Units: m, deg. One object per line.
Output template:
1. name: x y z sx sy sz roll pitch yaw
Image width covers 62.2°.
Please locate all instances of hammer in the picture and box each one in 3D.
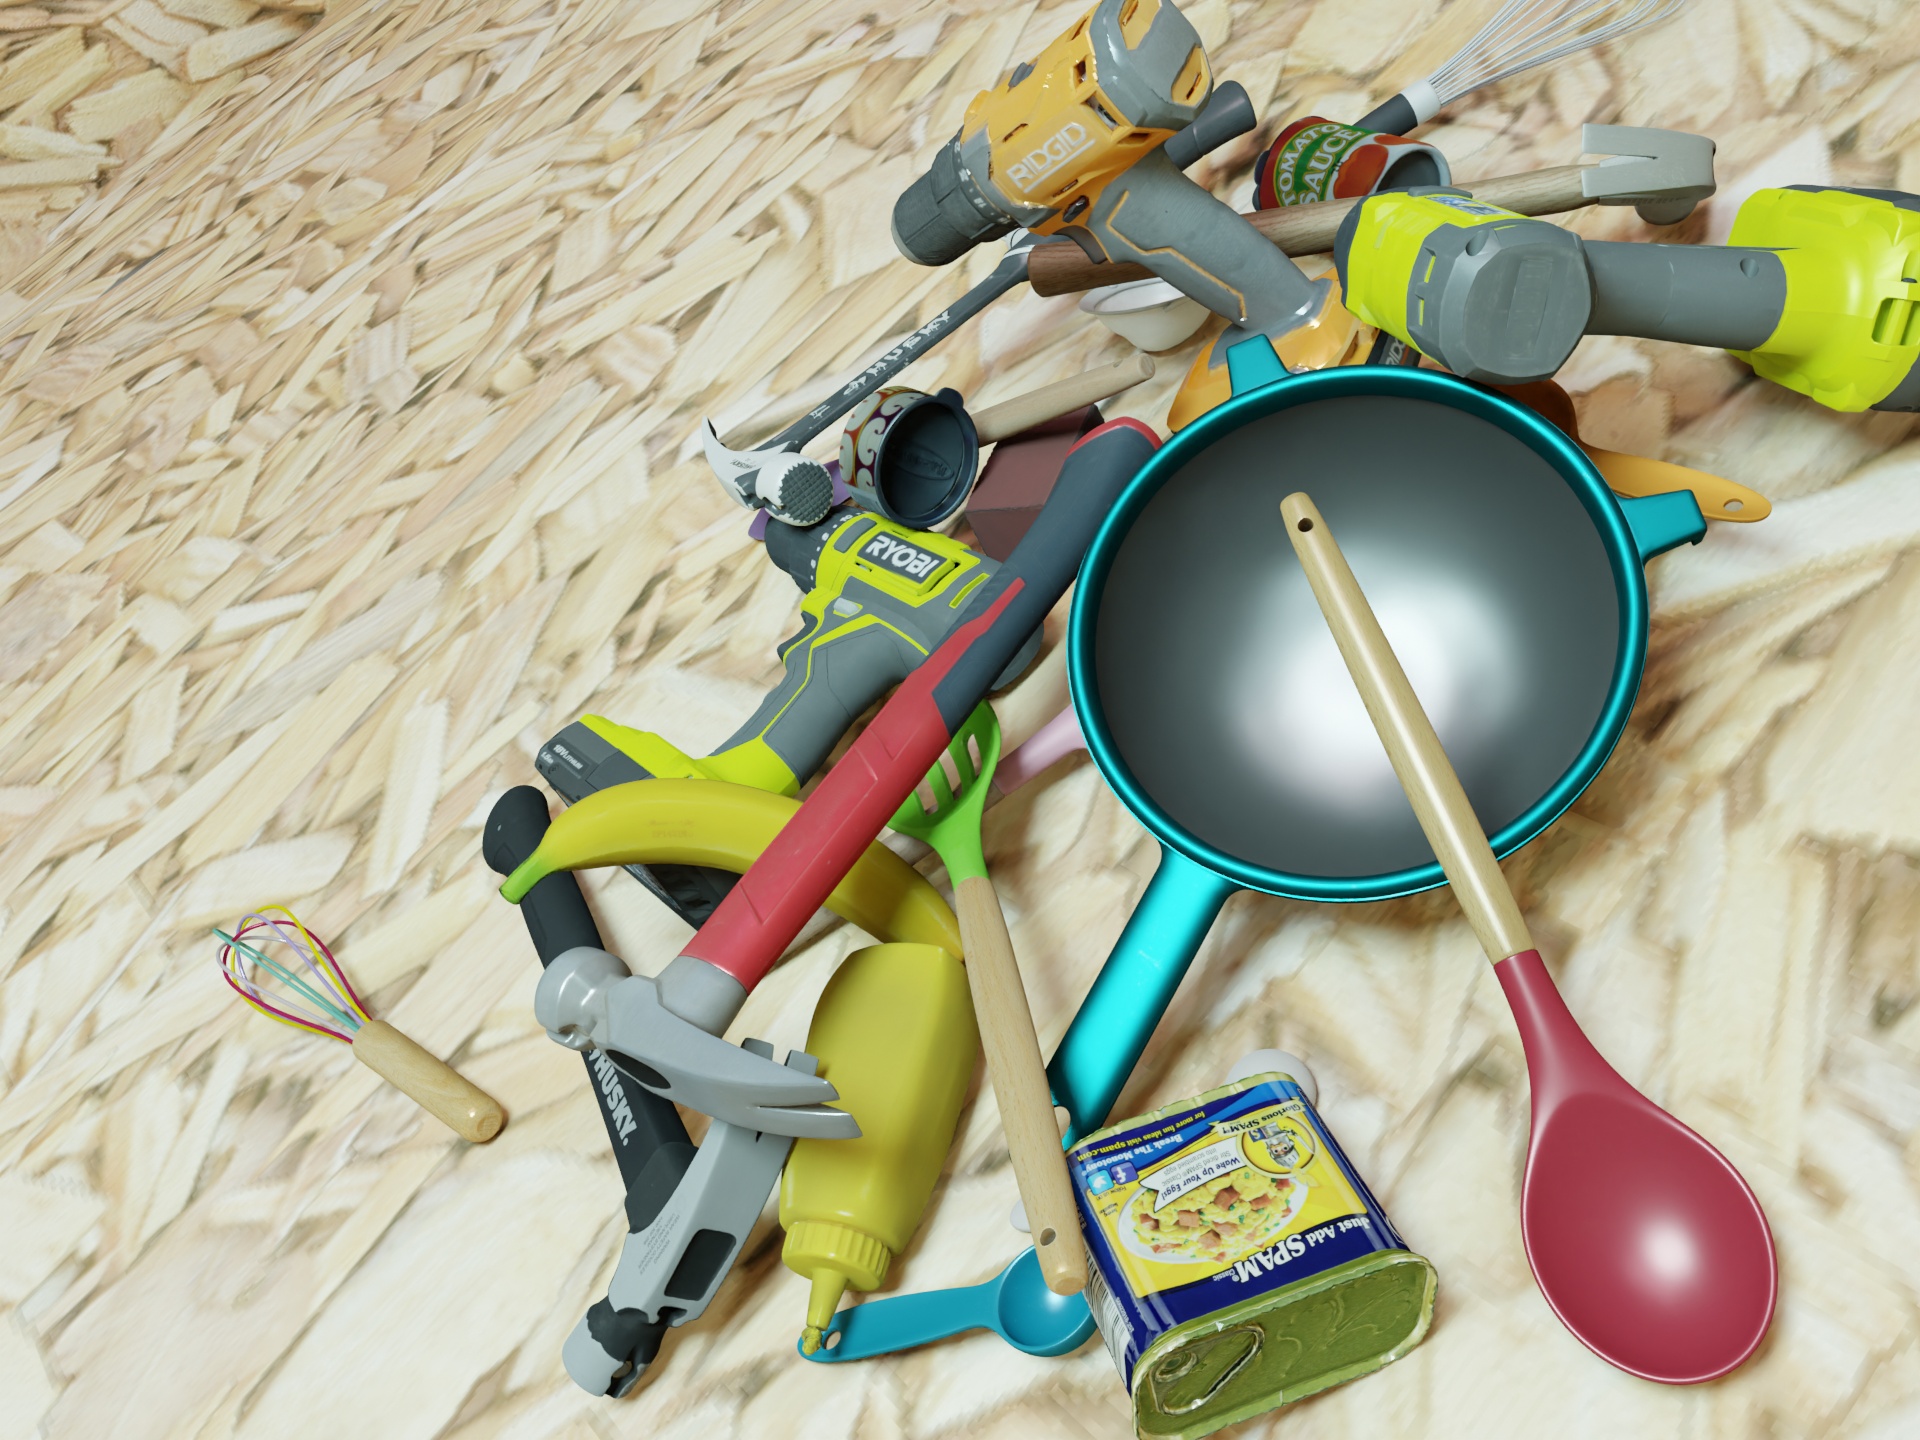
1. hammer: -0.001 -0.002 0.656 0.143 0.038 0.386 11 49 36
2. hammer: 0.021 -0.253 0.920 0.409 0.036 0.149 -40 33 -15
3. hammer: 0.194 -0.247 0.789 0.331 0.031 0.130 -3 7 19
4. hammer: -0.163 0.121 0.713 0.146 0.035 0.335 -56 37 10

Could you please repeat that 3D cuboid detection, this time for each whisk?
1. whisk: -0.304 0.147 0.792 0.245 0.051 0.047 19 57 38
2. whisk: 0.295 -0.375 0.920 0.284 0.070 0.070 -32 42 8

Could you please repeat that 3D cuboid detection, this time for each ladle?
1. ladle: 0.171 0.055 0.528 0.069 0.031 0.316 -24 67 10

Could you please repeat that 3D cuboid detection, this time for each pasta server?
1. pasta server: -0.003 0.049 0.719 0.316 0.040 0.060 -35 42 2

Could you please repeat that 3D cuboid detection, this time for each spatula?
1. spatula: -0.019 -0.143 0.852 0.316 0.018 0.060 -11 45 47

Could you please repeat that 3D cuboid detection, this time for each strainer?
1. strainer: 0.083 -0.263 0.948 0.087 0.050 0.259 -21 34 -15
2. strainer: 0.123 0.030 0.622 0.211 0.095 0.340 28 86 26

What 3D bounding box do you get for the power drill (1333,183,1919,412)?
1. power drill: 0.272 -0.180 0.645 0.223 0.080 0.171 1 25 -7

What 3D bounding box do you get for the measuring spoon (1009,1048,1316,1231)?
1. measuring spoon: 0.071 0.154 0.580 0.124 0.018 0.034 -28 42 5

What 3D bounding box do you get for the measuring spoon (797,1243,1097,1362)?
1. measuring spoon: -0.002 0.217 0.571 0.128 0.021 0.042 -21 35 25

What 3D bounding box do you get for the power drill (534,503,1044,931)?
1. power drill: -0.094 -0.020 0.799 0.228 0.080 0.191 -44 44 -17

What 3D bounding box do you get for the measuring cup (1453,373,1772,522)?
1. measuring cup: 0.259 -0.095 0.678 0.174 0.052 0.095 27 67 41

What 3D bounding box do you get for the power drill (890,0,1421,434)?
1. power drill: 0.086 -0.212 0.758 0.185 0.226 0.084 -19 38 50

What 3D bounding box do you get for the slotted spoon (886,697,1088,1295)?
1. slotted spoon: 0.008 0.083 0.603 0.070 0.031 0.314 -36 32 14
